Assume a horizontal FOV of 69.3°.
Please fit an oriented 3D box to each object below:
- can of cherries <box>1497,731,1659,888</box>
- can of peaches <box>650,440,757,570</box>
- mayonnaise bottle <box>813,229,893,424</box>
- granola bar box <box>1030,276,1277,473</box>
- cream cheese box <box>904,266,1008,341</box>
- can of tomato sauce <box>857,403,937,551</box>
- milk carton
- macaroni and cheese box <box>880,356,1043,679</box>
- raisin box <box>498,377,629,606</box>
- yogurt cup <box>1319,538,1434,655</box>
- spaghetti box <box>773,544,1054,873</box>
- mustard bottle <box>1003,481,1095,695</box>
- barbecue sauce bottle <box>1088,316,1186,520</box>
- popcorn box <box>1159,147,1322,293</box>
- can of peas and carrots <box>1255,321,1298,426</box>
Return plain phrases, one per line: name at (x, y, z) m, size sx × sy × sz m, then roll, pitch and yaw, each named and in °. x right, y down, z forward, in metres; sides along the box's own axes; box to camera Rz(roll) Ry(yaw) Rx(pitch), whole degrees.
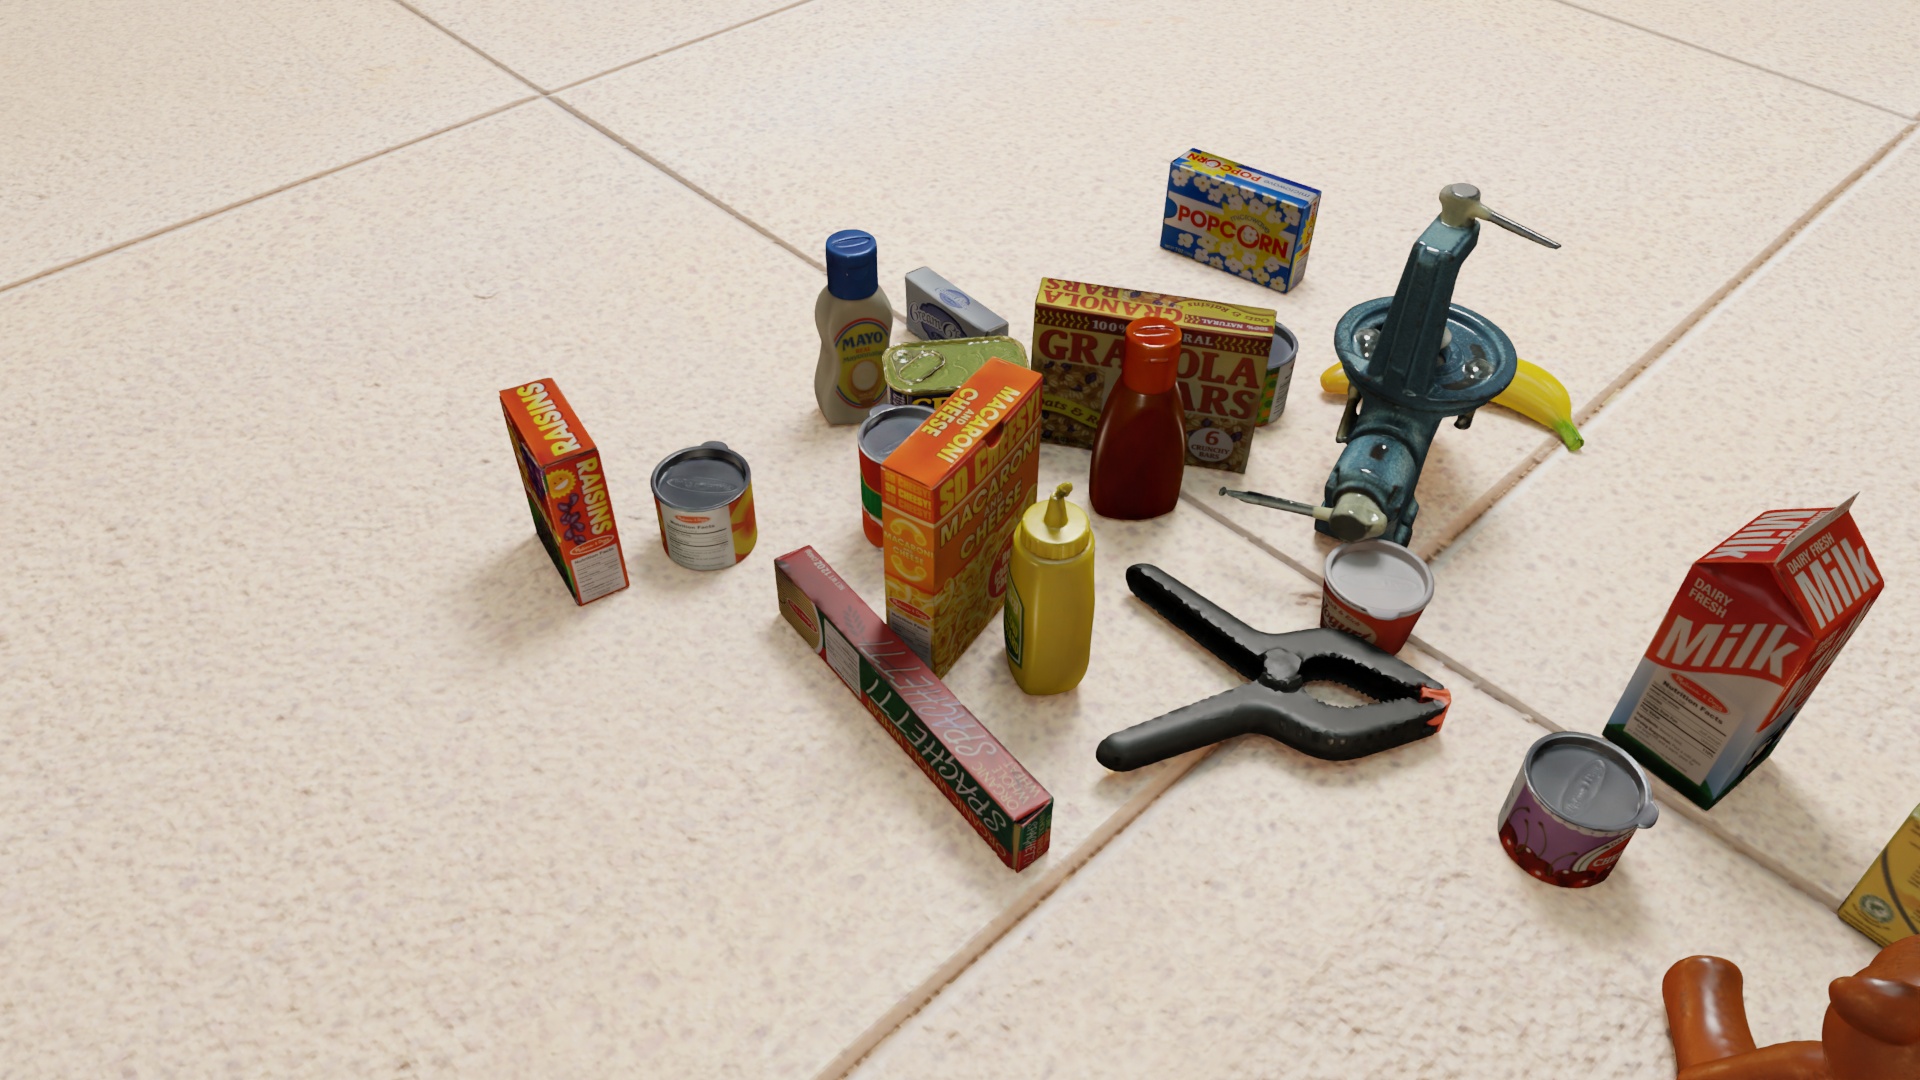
can of cherries at (0.340, 0.151, 0.767) m, size 0.071 × 0.058 × 0.072 m, roll 1°, pitch 44°, yaw 0°
can of peaches at (-0.171, -0.023, 0.939) m, size 0.071 × 0.057 × 0.071 m, roll 1°, pitch 44°, yaw 0°
mayonnaise bottle at (-0.077, -0.154, 1.012) m, size 0.065 × 0.147 × 0.041 m, roll -14°, pitch 46°, yaw -15°
granola bar box at (0.133, -0.117, 0.995) m, size 0.165 × 0.123 × 0.039 m, roll 10°, pitch 45°, yaw 9°
cream cheese box at (-0.004, -0.170, 1.099) m, size 0.024 × 0.053 × 0.104 m, roll -30°, pitch 52°, yaw -28°
can of tomato sauce at (-0.037, -0.041, 0.942) m, size 0.071 × 0.082 × 0.071 m, roll 1°, pitch 44°, yaw 0°
milk carton at (0.439, 0.056, 0.773) m, size 0.072 × 0.189 × 0.073 m, roll -27°, pitch 50°, yaw -26°
macaroni and cheese box at (0.003, -0.011, 0.852) m, size 0.040 × 0.165 × 0.124 m, roll 24°, pitch 48°, yaw 22°
raisin box at (-0.257, -0.031, 0.899) m, size 0.040 × 0.122 × 0.086 m, roll -22°, pitch 48°, yaw -22°
yogurt cup at (0.261, 0.040, 0.884) m, size 0.072 × 0.053 × 0.073 m, roll 1°, pitch 44°, yaw 0°
spaghetti box at (-0.033, 0.094, 0.826) m, size 0.029 × 0.049 × 0.251 m, roll -27°, pitch 51°, yaw -26°
mustard bottle at (0.053, 0.023, 0.822) m, size 0.049 × 0.159 × 0.065 m, roll -8°, pitch 45°, yaw -10°
barbecue sauce bottle at (0.123, -0.081, 0.939) m, size 0.065 × 0.147 × 0.044 m, roll -4°, pitch 44°, yaw -5°
popcorn box at (0.238, -0.274, 1.189) m, size 0.127 × 0.084 × 0.038 m, roll 27°, pitch 50°, yaw 25°
can of peas and carrots at (0.216, -0.129, 1.056) m, size 0.071 × 0.058 × 0.071 m, roll 1°, pitch 44°, yaw 0°
